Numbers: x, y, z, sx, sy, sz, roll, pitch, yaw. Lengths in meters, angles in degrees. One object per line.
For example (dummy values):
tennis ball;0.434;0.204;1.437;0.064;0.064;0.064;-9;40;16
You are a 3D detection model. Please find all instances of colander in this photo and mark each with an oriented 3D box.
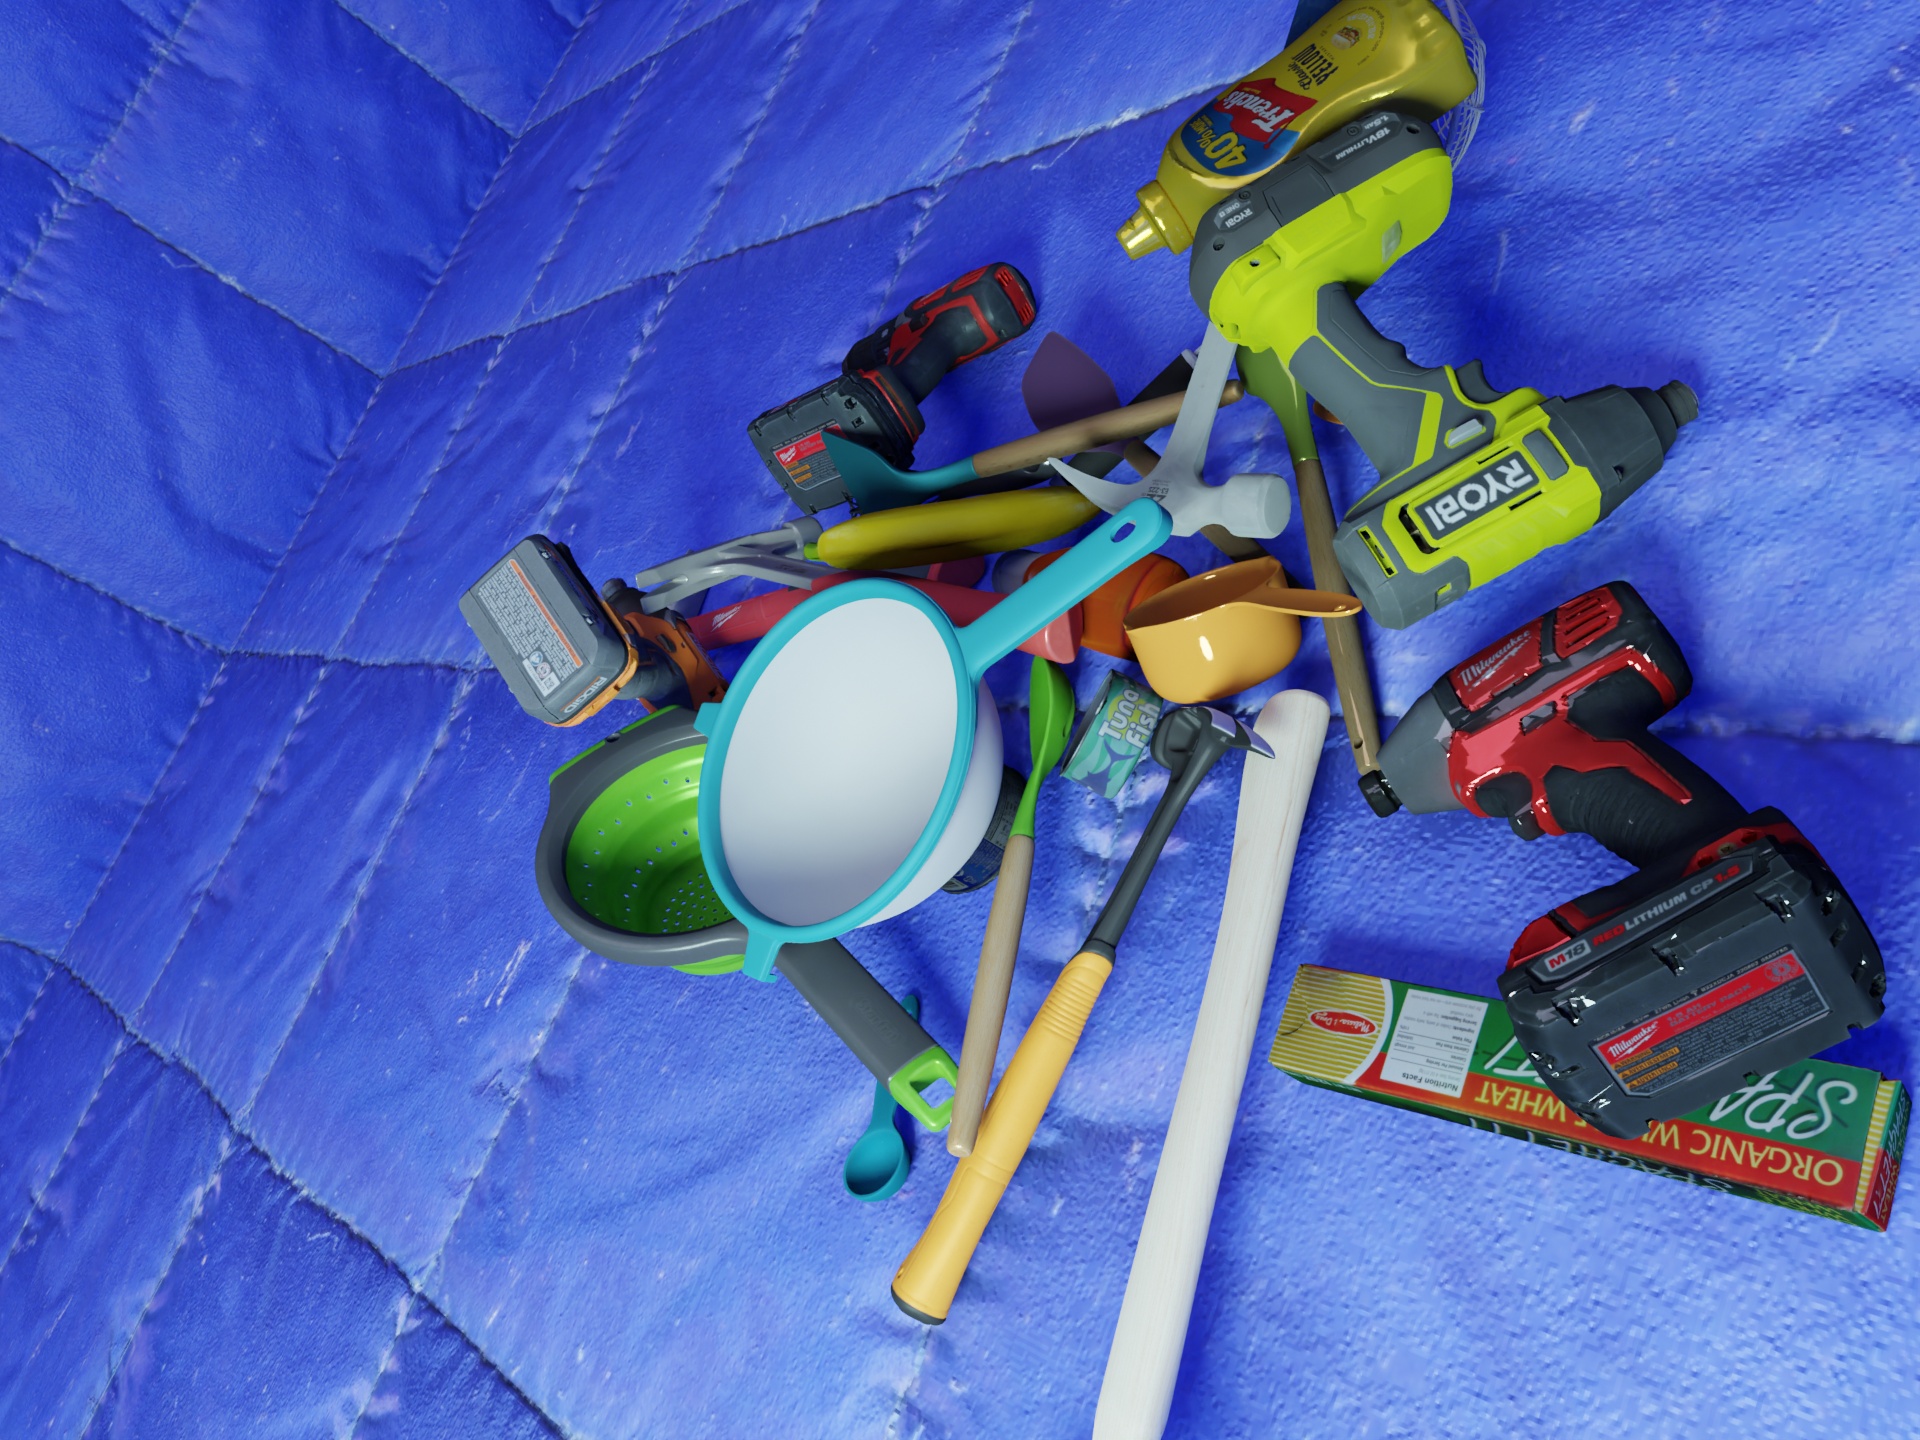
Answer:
colander;-0.115;0.136;0.983;0.204;0.094;0.397;-32;46;-21

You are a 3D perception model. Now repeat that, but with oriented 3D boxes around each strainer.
strainer;-0.001;-0.003;0.888;0.340;0.095;0.211;-36;51;24

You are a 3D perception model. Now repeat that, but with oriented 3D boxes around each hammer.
hammer;-0.062;-0.081;1.023;0.149;0.036;0.359;-25;27;-33
hammer;0.055;0.146;0.793;0.337;0.034;0.127;-63;5;-3
hammer;0.112;0.163;0.696;0.146;0.038;0.411;119;171;-64
hammer;-0.121;-0.102;1.226;0.386;0.038;0.143;-10;54;46
hammer;0.166;-0.293;0.899;0.144;0.035;0.405;9;76;39

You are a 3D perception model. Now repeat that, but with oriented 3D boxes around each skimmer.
skimmer;0.170;-0.279;0.970;0.363;0.090;0.127;-43;38;19

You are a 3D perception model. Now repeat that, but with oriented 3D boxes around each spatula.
spatula;0.036;-0.173;0.995;0.317;0.082;0.044;-9;33;37
spatula;0.116;-0.149;0.957;0.059;0.018;0.316;-60;42;22

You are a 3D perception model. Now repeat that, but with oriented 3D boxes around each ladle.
ladle;0.198;-0.111;0.852;0.078;0.062;0.320;-34;48;41

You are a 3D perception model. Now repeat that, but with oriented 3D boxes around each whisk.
whisk;-0.009;-0.162;1.113;0.239;0.055;0.055;-3;61;54

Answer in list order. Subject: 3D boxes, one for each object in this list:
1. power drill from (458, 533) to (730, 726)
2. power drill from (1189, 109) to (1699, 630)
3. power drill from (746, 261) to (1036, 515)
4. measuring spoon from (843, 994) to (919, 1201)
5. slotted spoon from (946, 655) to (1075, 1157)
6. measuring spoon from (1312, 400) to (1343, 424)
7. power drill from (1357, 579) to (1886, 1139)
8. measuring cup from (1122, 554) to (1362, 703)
power drill;-0.255;-0.057;1.145;0.084;0.226;0.164;-40;71;9
power drill;0.225;-0.175;0.767;0.171;0.080;0.223;-30;69;6
power drill;-0.061;-0.250;1.191;0.188;0.080;0.227;-13;30;44
measuring spoon;-0.035;0.214;0.898;0.042;0.021;0.129;-20;39;32
slotted spoon;0.029;0.088;0.860;0.070;0.031;0.314;100;-177;-52
measuring spoon;0.235;-0.168;0.879;0.117;0.011;0.021;30;94;58
power drill;0.241;0.043;0.621;0.143;0.078;0.220;-33;29;18
measuring cup;0.152;-0.040;0.799;0.095;0.052;0.174;-28;17;-18
